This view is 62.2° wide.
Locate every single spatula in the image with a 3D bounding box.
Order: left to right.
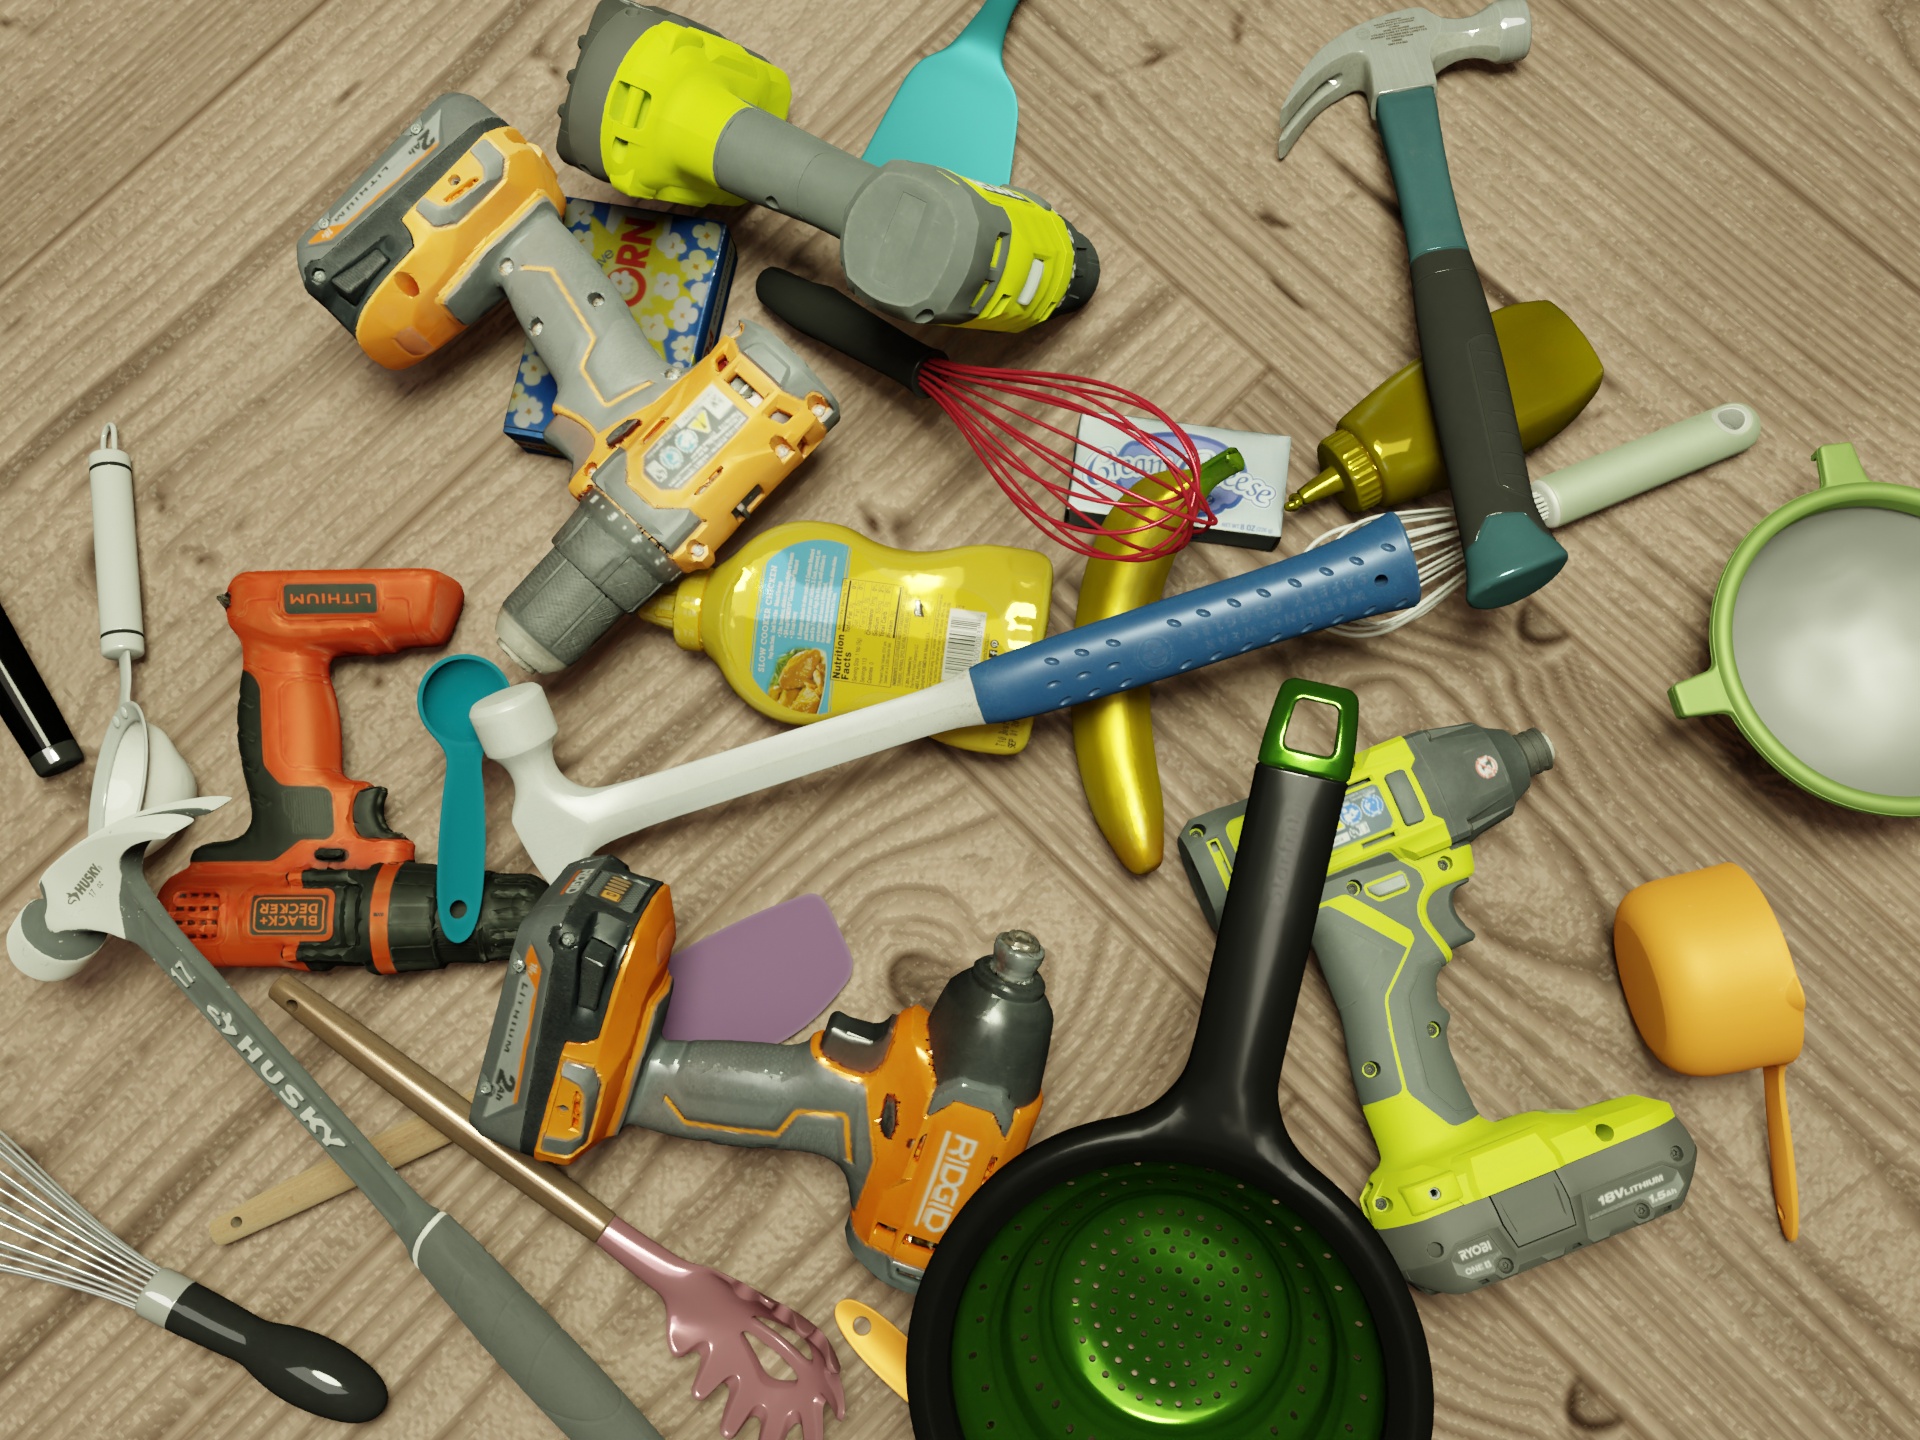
[{"bbox_3d":[-0.197,0.169,0.735,0.316,0.018,0.060,-25,81,-3],"label":"spatula"},{"bbox_3d":[0.035,-0.401,0.826,0.082,0.044,0.317,20,77,6],"label":"spatula"}]

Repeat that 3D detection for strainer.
[{"bbox_3d":[-0.401,-0.029,0.768,0.087,0.050,0.259,-27,69,42],"label":"strainer"},{"bbox_3d":[0.447,0.002,0.712,0.256,0.069,0.151,33,81,7],"label":"strainer"}]

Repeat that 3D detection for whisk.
[{"bbox_3d":[-0.384,0.244,0.714,0.284,0.070,0.070,26,82,1],"label":"whisk"},{"bbox_3d":[0.000,-0.149,0.719,0.296,0.073,0.073,36,82,34],"label":"whisk"},{"bbox_3d":[0.269,-0.098,0.751,0.246,0.059,0.058,-22,63,-7],"label":"whisk"}]

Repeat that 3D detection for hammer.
[{"bbox_3d":[-0.233,0.203,0.672,0.409,0.036,0.149,49,124,-4],"label":"hammer"},{"bbox_3d":[-0.001,-0.002,0.696,0.405,0.035,0.144,-17,108,6],"label":"hammer"},{"bbox_3d":[0.226,-0.202,0.737,0.128,0.033,0.331,-7,64,8],"label":"hammer"}]

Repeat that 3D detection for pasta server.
[{"bbox_3d":[-0.181,0.212,0.703,0.316,0.040,0.060,36,98,2],"label":"pasta server"}]

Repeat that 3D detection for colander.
[{"bbox_3d":[0.104,0.180,0.659,0.204,0.094,0.397,13,91,9],"label":"colander"}]

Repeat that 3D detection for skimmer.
[{"bbox_3d":[-0.522,-0.136,0.797,0.127,0.090,0.363,-30,90,1],"label":"skimmer"}]

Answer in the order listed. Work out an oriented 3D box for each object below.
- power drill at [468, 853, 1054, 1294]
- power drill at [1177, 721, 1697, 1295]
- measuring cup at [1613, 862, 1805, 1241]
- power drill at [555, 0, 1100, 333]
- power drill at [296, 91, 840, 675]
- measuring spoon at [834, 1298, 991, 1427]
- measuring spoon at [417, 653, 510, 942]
[{"bbox_3d":[-0.075,0.136,0.673,0.226,0.084,0.164,19,108,-1],"label":"power drill"},{"bbox_3d":[0.216,0.118,0.699,0.171,0.080,0.223,-21,77,-1],"label":"power drill"},{"bbox_3d":[0.328,0.150,0.694,0.052,0.095,0.173,-11,98,6],"label":"measuring cup"},{"bbox_3d":[-0.051,-0.245,0.737,0.228,0.190,0.080,30,112,17],"label":"power drill"},{"bbox_3d":[-0.194,-0.148,0.723,0.226,0.084,0.185,42,87,6],"label":"power drill"},{"bbox_3d":[-0.011,0.300,0.709,0.117,0.011,0.021,40,85,12],"label":"measuring spoon"},{"bbox_3d":[-0.226,0.035,0.714,0.042,0.021,0.128,3,88,-34],"label":"measuring spoon"}]
